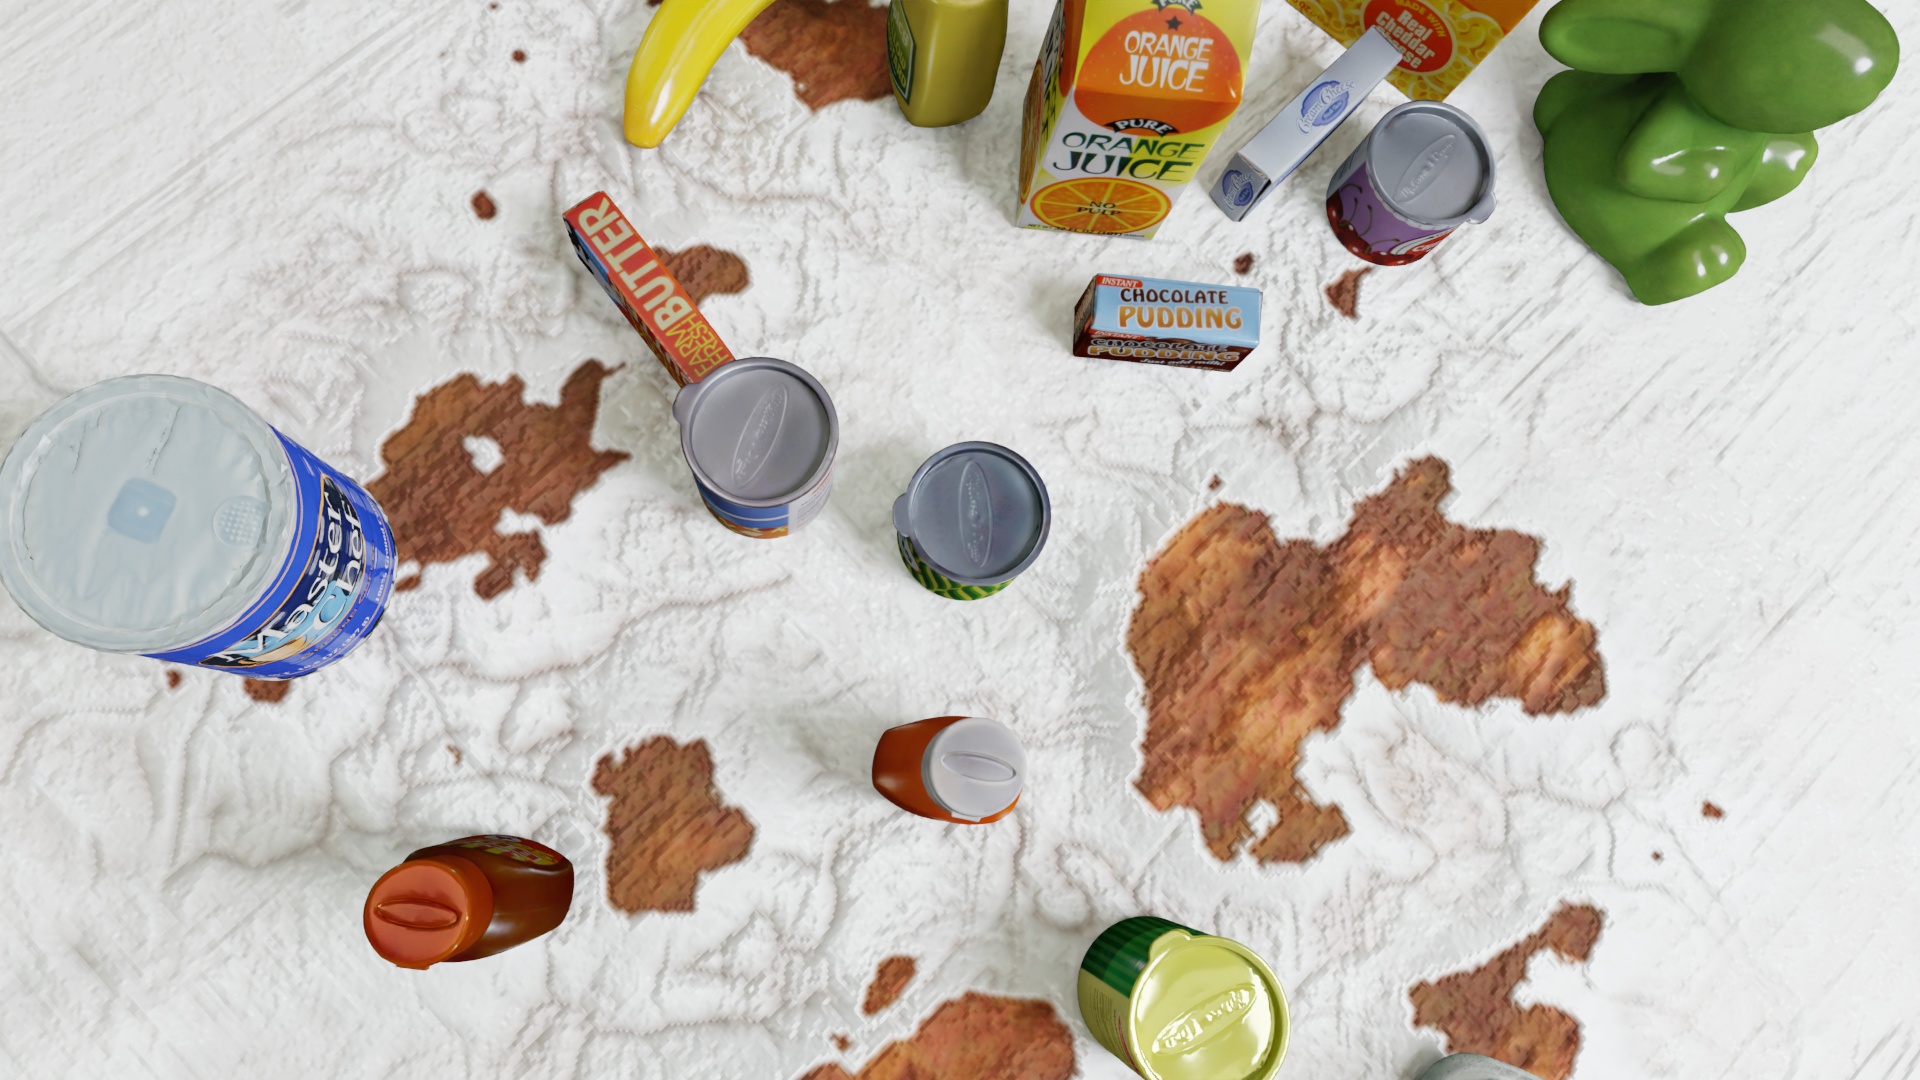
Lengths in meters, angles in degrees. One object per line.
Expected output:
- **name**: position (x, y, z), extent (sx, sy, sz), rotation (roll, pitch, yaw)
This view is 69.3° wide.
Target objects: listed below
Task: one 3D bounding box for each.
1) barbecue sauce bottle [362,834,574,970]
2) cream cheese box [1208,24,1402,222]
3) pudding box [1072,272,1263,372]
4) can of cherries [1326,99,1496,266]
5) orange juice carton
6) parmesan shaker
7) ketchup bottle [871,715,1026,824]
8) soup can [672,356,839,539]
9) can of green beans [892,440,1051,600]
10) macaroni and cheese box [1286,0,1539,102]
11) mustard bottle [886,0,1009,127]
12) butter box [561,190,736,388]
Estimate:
- **barbecue sauce bottle**: position (-0.194, 0.141, 0.546), extent (0.065, 0.148, 0.044), rotation (9, 79, -5)
- **cream cheese box**: position (0.174, -0.210, 0.704), extent (0.024, 0.053, 0.104), rotation (45, 78, 2)
- **pudding box**: position (0.100, -0.106, 0.678), extent (0.084, 0.049, 0.030), rotation (5, 79, -6)
- **can of cherries**: position (0.228, -0.177, 0.702), extent (0.071, 0.058, 0.071), rotation (1, 80, -7)
- **orange juice carton**: position (0.075, -0.206, 0.620), extent (0.072, 0.192, 0.073), rotation (4, 80, -6)
- **parmesan shaker**: position (0.091, 0.195, 0.593), extent (0.071, 0.103, 0.071), rotation (1, 80, -7)
- **ketchup bottle**: position (-0.002, 0.096, 0.577), extent (0.065, 0.148, 0.043), rotation (12, 79, -5)
- **soup can**: position (-0.091, -0.040, 0.625), extent (0.071, 0.083, 0.071), rotation (1, 80, -7)
- **can of green beans**: position (0.005, -0.008, 0.644), extent (0.071, 0.057, 0.071), rotation (1, 80, -7)
- **macaroni and cheese box**: position (0.226, -0.293, 0.668), extent (0.124, 0.166, 0.040), rotation (38, 78, 1)
- **mustard bottle**: position (-0.005, -0.247, 0.635), extent (0.049, 0.160, 0.065), rotation (-13, 82, -9)
- **butter box**: position (-0.142, -0.109, 0.647), extent (0.024, 0.053, 0.103), rotation (-38, 86, -11)
